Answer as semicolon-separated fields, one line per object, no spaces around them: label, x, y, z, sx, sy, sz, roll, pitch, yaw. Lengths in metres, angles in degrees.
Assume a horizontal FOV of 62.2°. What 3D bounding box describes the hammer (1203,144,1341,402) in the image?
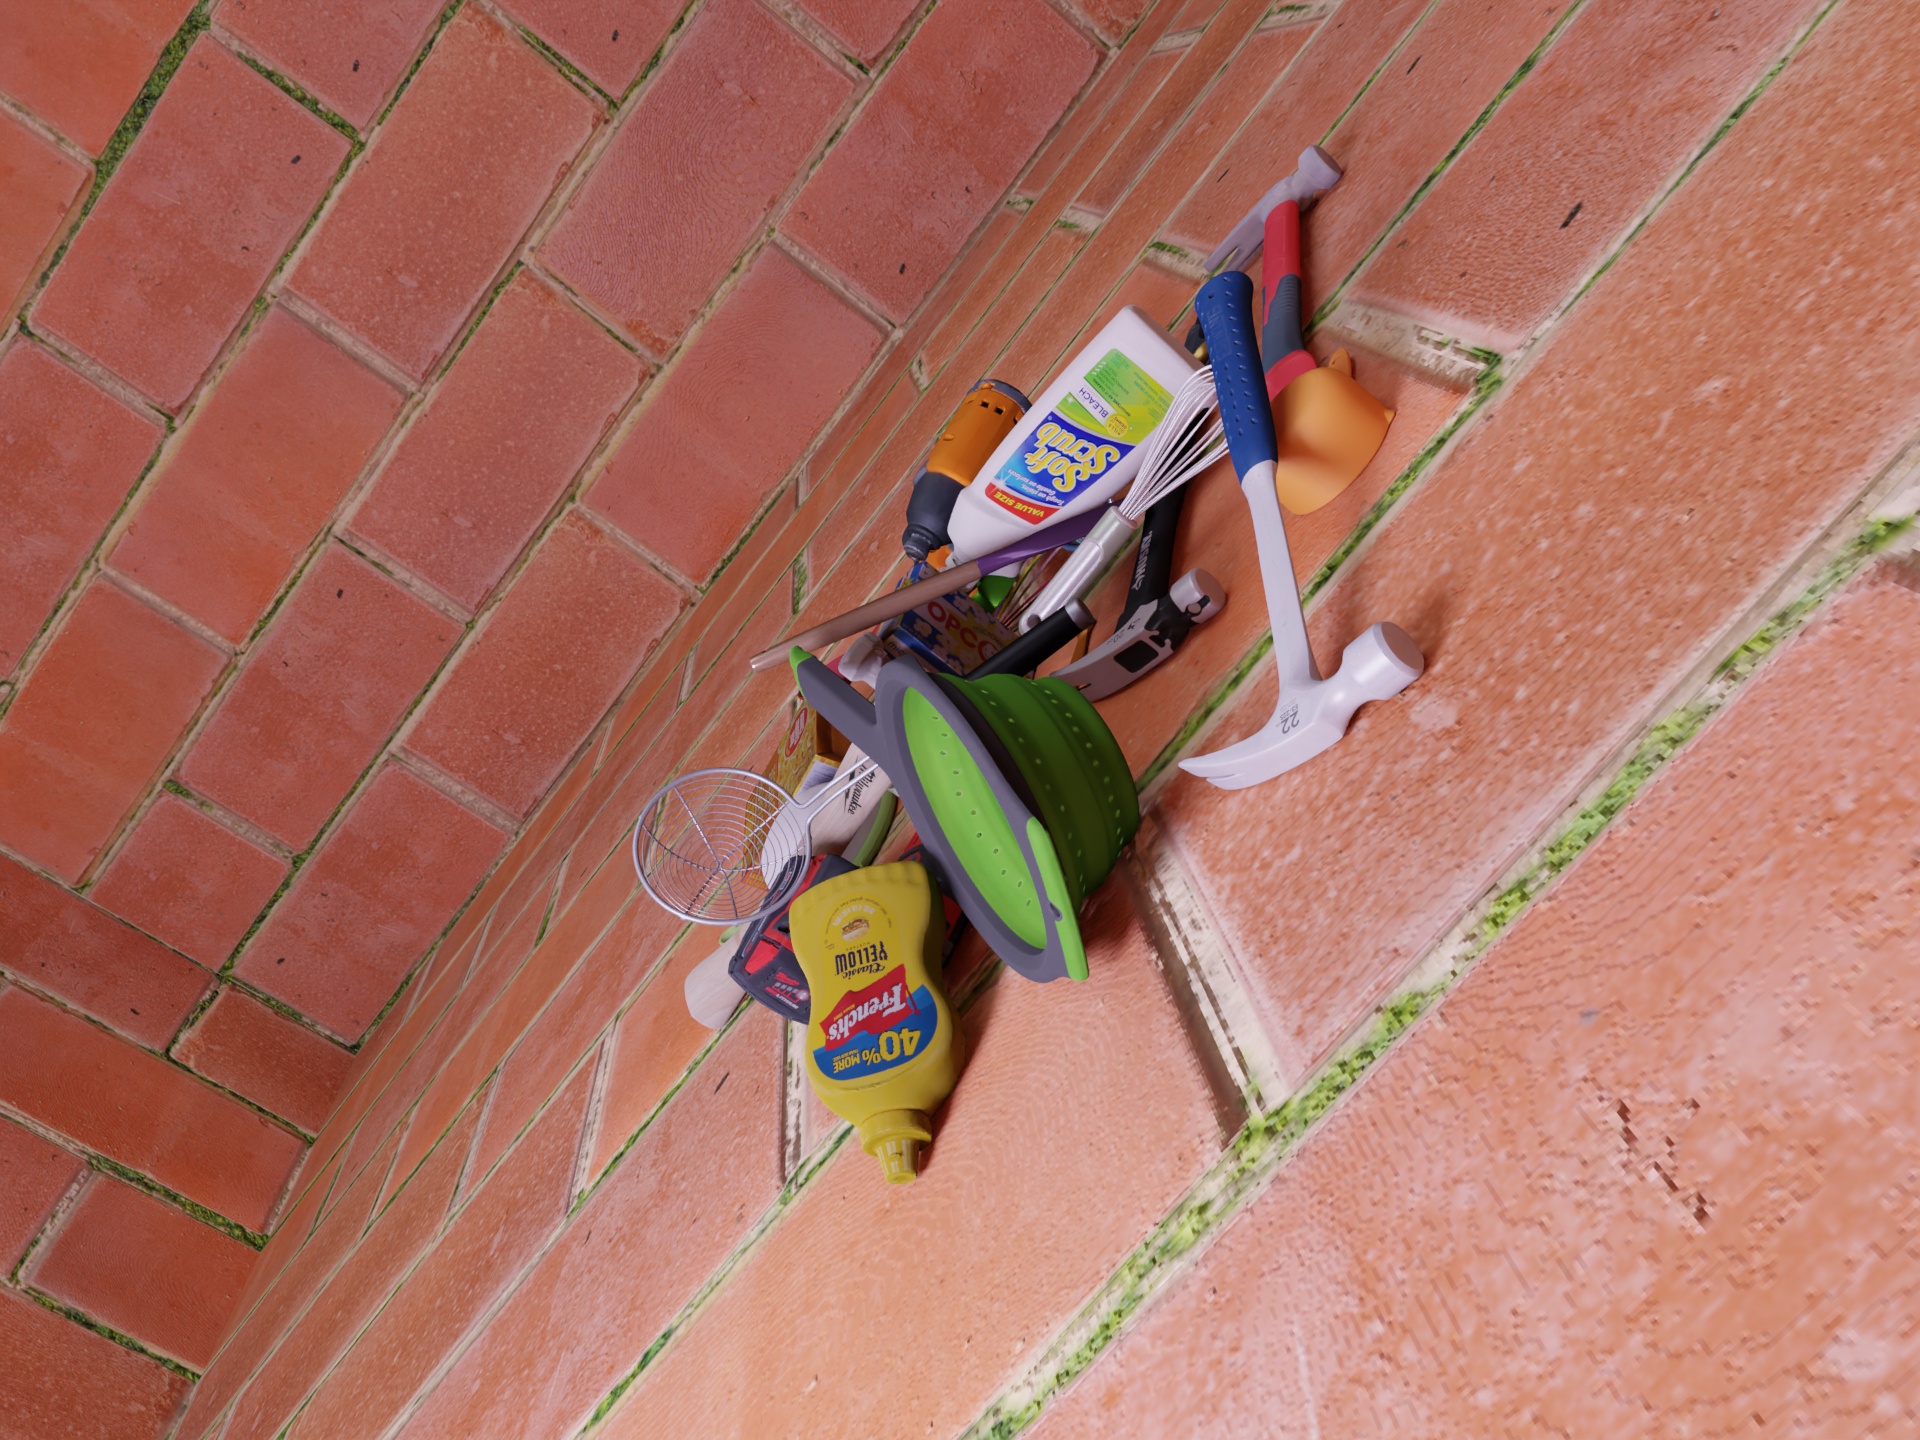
hammer;0.245;-0.333;1.267;0.143;0.038;0.387;-44;19;35

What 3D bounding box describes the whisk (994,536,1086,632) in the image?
whisk;0.038;-0.075;1.335;0.047;0.051;0.245;-20;-20;-49

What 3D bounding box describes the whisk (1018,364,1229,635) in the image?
whisk;0.120;-0.148;1.117;0.246;0.058;0.059;-51;-18;21

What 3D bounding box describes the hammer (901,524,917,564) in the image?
hammer;-0.029;-0.157;1.672;0.149;0.036;0.409;-49;17;13

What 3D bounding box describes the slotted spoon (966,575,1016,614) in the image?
slotted spoon;-0.036;-0.027;1.366;0.313;0.031;0.070;-56;21;37

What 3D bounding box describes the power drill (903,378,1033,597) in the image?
power drill;0.002;-0.171;1.374;0.164;0.084;0.226;-60;-11;-17

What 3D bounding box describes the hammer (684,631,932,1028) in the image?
hammer;-0.112;0.120;1.272;0.410;0.146;0.038;-55;-6;33

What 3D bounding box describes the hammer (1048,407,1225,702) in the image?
hammer;0.145;-0.145;1.176;0.146;0.035;0.335;-40;21;37

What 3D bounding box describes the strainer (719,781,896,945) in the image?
strainer;-0.158;0.128;1.403;0.256;0.069;0.152;-40;22;36

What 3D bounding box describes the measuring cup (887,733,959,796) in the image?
measuring cup;-0.002;-0.004;1.291;0.168;0.038;0.083;-59;17;-16

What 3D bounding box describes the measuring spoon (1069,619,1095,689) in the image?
measuring spoon;0.081;-0.039;1.180;0.021;0.011;0.117;-39;23;42

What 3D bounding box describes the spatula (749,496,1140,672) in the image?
spatula;-0.010;-0.102;1.176;0.316;0.018;0.060;-23;19;2

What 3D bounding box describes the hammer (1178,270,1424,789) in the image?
hammer;0.173;-0.134;0.940;0.144;0.035;0.406;-43;32;37

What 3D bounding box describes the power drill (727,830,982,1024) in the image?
power drill;-0.078;0.164;1.111;0.227;0.080;0.188;-20;37;57

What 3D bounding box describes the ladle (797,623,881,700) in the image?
ladle;-0.044;-0.127;1.548;0.315;0.031;0.069;-47;20;12

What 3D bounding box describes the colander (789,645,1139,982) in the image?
colander;0.001;0.013;0.990;0.094;0.204;0.397;-27;31;-17

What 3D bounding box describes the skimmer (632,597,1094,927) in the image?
skimmer;-0.069;0.019;1.120;0.363;0.090;0.127;-35;65;16

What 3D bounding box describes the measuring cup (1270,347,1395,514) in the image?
measuring cup;0.229;-0.209;1.036;0.095;0.052;0.174;-40;24;39
